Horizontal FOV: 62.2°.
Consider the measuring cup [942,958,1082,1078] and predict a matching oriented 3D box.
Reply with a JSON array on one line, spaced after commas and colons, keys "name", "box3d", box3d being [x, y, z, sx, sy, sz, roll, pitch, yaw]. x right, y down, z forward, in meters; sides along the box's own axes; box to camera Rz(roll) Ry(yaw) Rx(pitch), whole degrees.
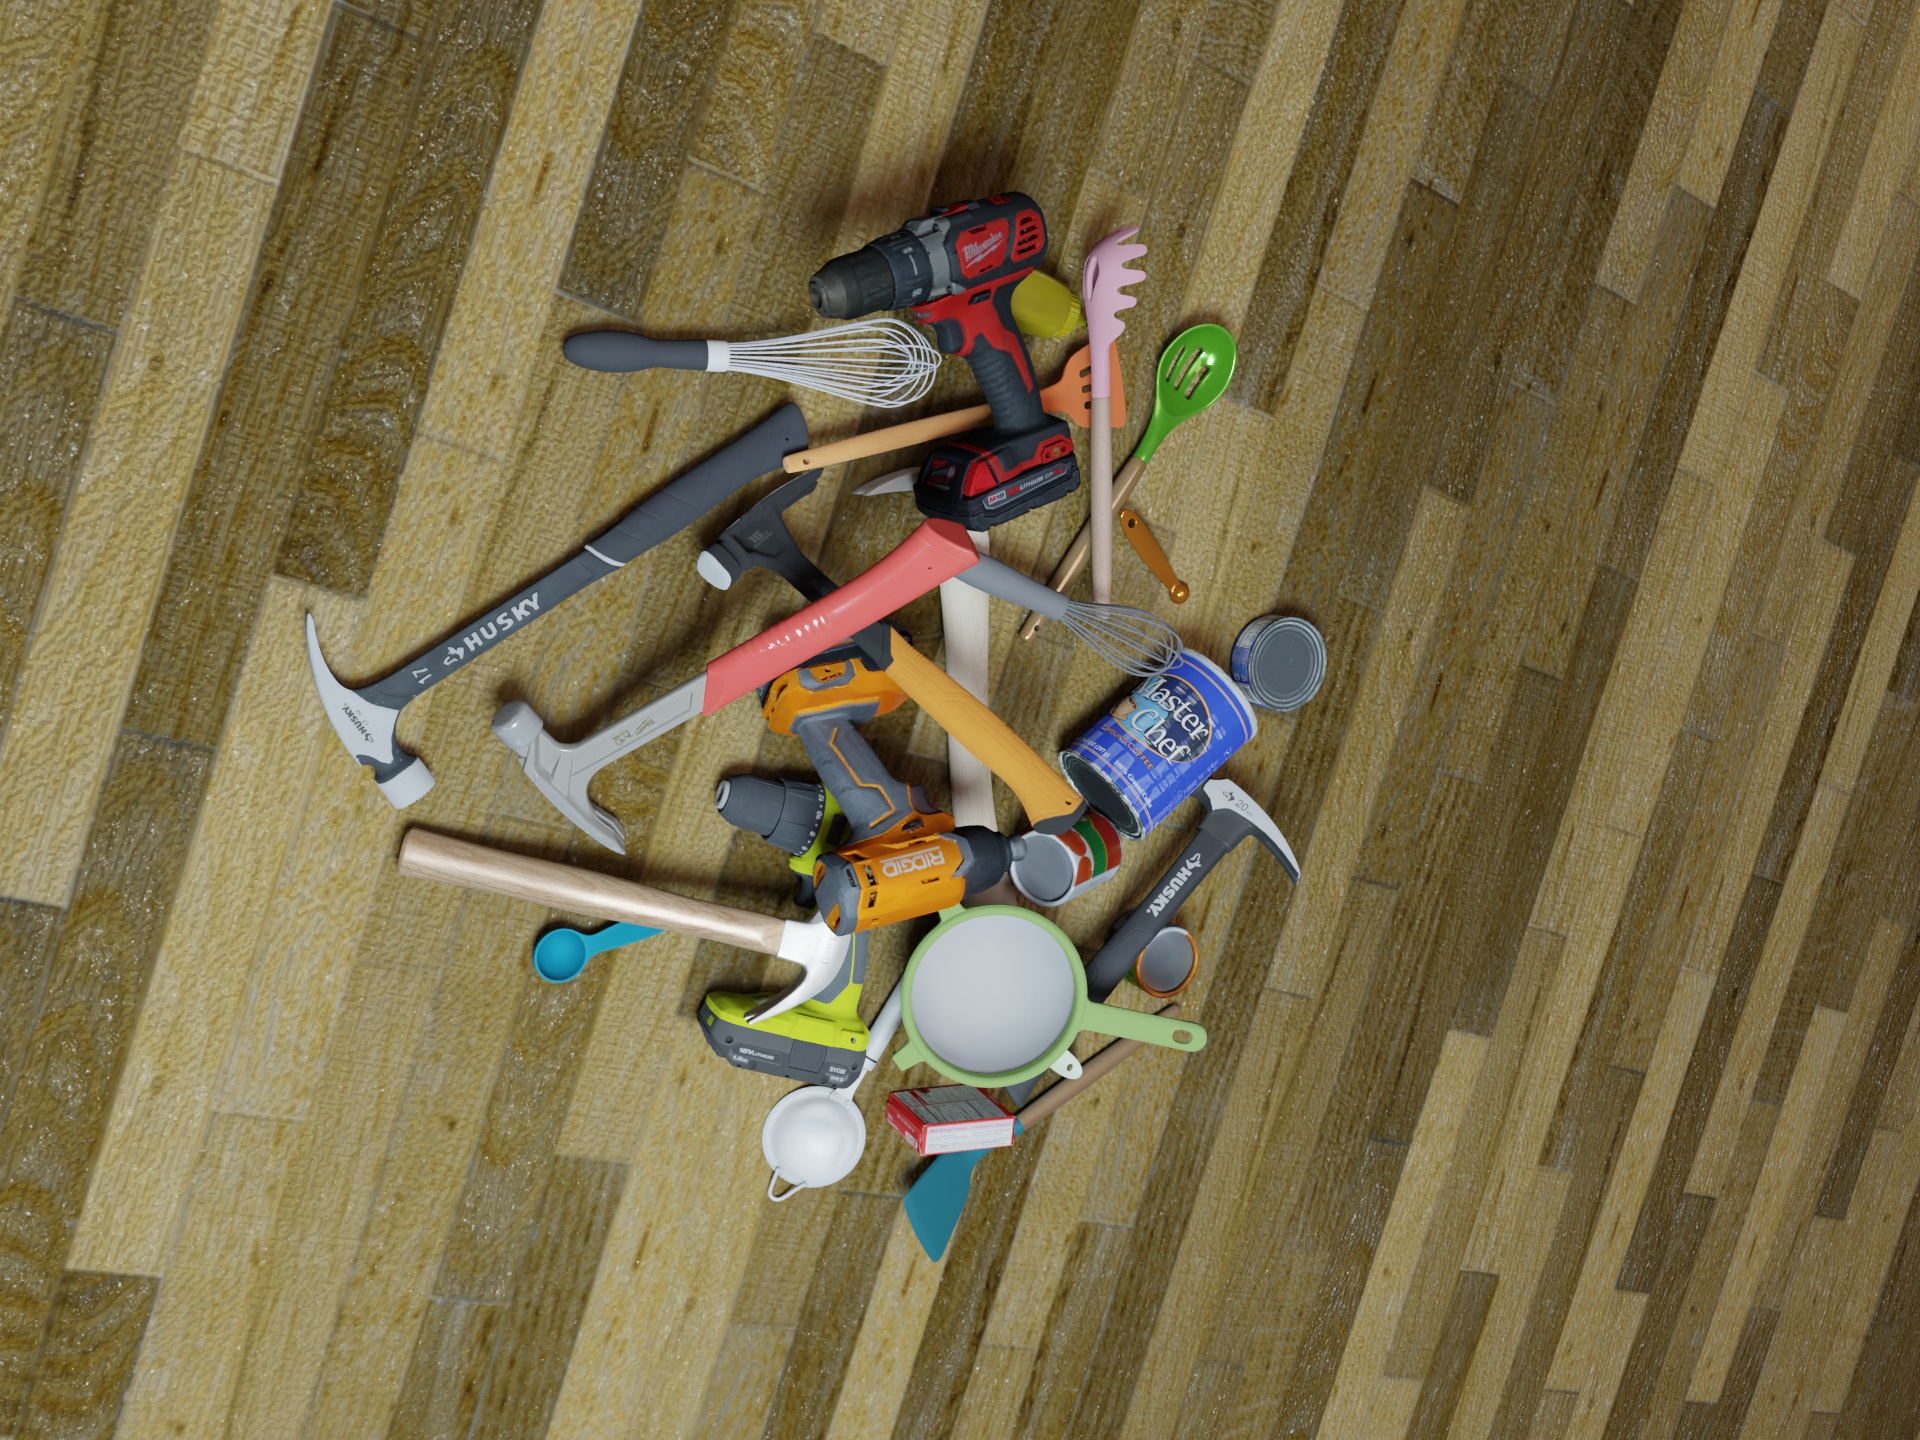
[{"name": "measuring cup", "box3d": [0.044, 0.262, 1.381, 0.167, 0.038, 0.083, 42, 80, -28]}]

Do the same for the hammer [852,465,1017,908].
[{"name": "hammer", "box3d": [-0.002, -0.004, 1.309, 0.146, 0.038, 0.410, -9, 103, -23]}]

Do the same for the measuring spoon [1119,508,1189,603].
[{"name": "measuring spoon", "box3d": [0.169, -0.140, 1.368, 0.021, 0.011, 0.116, -49, 127, -10]}]

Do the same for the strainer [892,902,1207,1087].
[{"name": "strainer", "box3d": [0.074, 0.228, 1.304, 0.256, 0.069, 0.151, 13, 96, -10]}]

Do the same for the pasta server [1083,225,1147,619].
[{"name": "pasta server", "box3d": [0.121, -0.236, 1.293, 0.040, 0.060, 0.316, -8, 110, -17]}]

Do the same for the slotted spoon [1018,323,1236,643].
[{"name": "slotted spoon", "box3d": [0.136, -0.200, 1.346, 0.070, 0.031, 0.314, 34, 86, -29]}]

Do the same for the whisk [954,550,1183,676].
[{"name": "whisk", "box3d": [0.081, -0.091, 1.284, 0.238, 0.055, 0.055, 22, 89, -22]}]

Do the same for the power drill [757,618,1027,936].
[{"name": "power drill", "box3d": [-0.053, 0.040, 1.203, 0.164, 0.084, 0.227, -11, 66, -24]}]

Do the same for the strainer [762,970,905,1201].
[{"name": "strainer", "box3d": [-0.085, 0.290, 1.323, 0.086, 0.050, 0.258, 33, 81, -13]}]

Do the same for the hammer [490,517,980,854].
[{"name": "hammer", "box3d": [-0.144, -0.033, 1.130, 0.359, 0.037, 0.149, -28, 129, 10]}]

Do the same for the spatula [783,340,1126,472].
[{"name": "spatula", "box3d": [0.005, -0.239, 1.261, 0.322, 0.041, 0.081, -19, 108, -24]}]

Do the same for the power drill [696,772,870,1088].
[{"name": "power drill", "box3d": [-0.125, 0.160, 1.258, 0.190, 0.080, 0.228, 18, 89, -23]}]

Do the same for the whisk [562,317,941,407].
[{"name": "whisk", "box3d": [-0.150, -0.269, 1.181, 0.284, 0.070, 0.070, -2, 101, -20]}]

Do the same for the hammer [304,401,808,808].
[{"name": "hammer", "box3d": [-0.279, -0.113, 1.155, 0.409, 0.036, 0.149, -37, 112, -16]}]

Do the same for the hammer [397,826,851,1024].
[{"name": "hammer", "box3d": [-0.244, 0.137, 1.174, 0.331, 0.031, 0.130, 15, 87, -13]}]

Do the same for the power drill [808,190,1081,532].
[{"name": "power drill", "box3d": [-0.008, -0.256, 1.163, 0.188, 0.080, 0.226, -26, 120, -26]}]

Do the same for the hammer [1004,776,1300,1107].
[{"name": "hammer", "box3d": [0.149, 0.193, 1.361, 0.335, 0.146, 0.035, -48, 159, -13]}]

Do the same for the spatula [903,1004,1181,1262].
[{"name": "spatula", "box3d": [0.079, 0.349, 1.410, 0.317, 0.044, 0.082, -32, 119, -19]}]

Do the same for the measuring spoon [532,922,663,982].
[{"name": "measuring spoon", "box3d": [-0.270, 0.164, 1.224, 0.128, 0.021, 0.042, -18, 108, -32]}]

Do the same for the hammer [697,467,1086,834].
[{"name": "hammer", "box3d": [-0.034, -0.043, 1.187, 0.337, 0.034, 0.127, 43, 59, 2]}]
